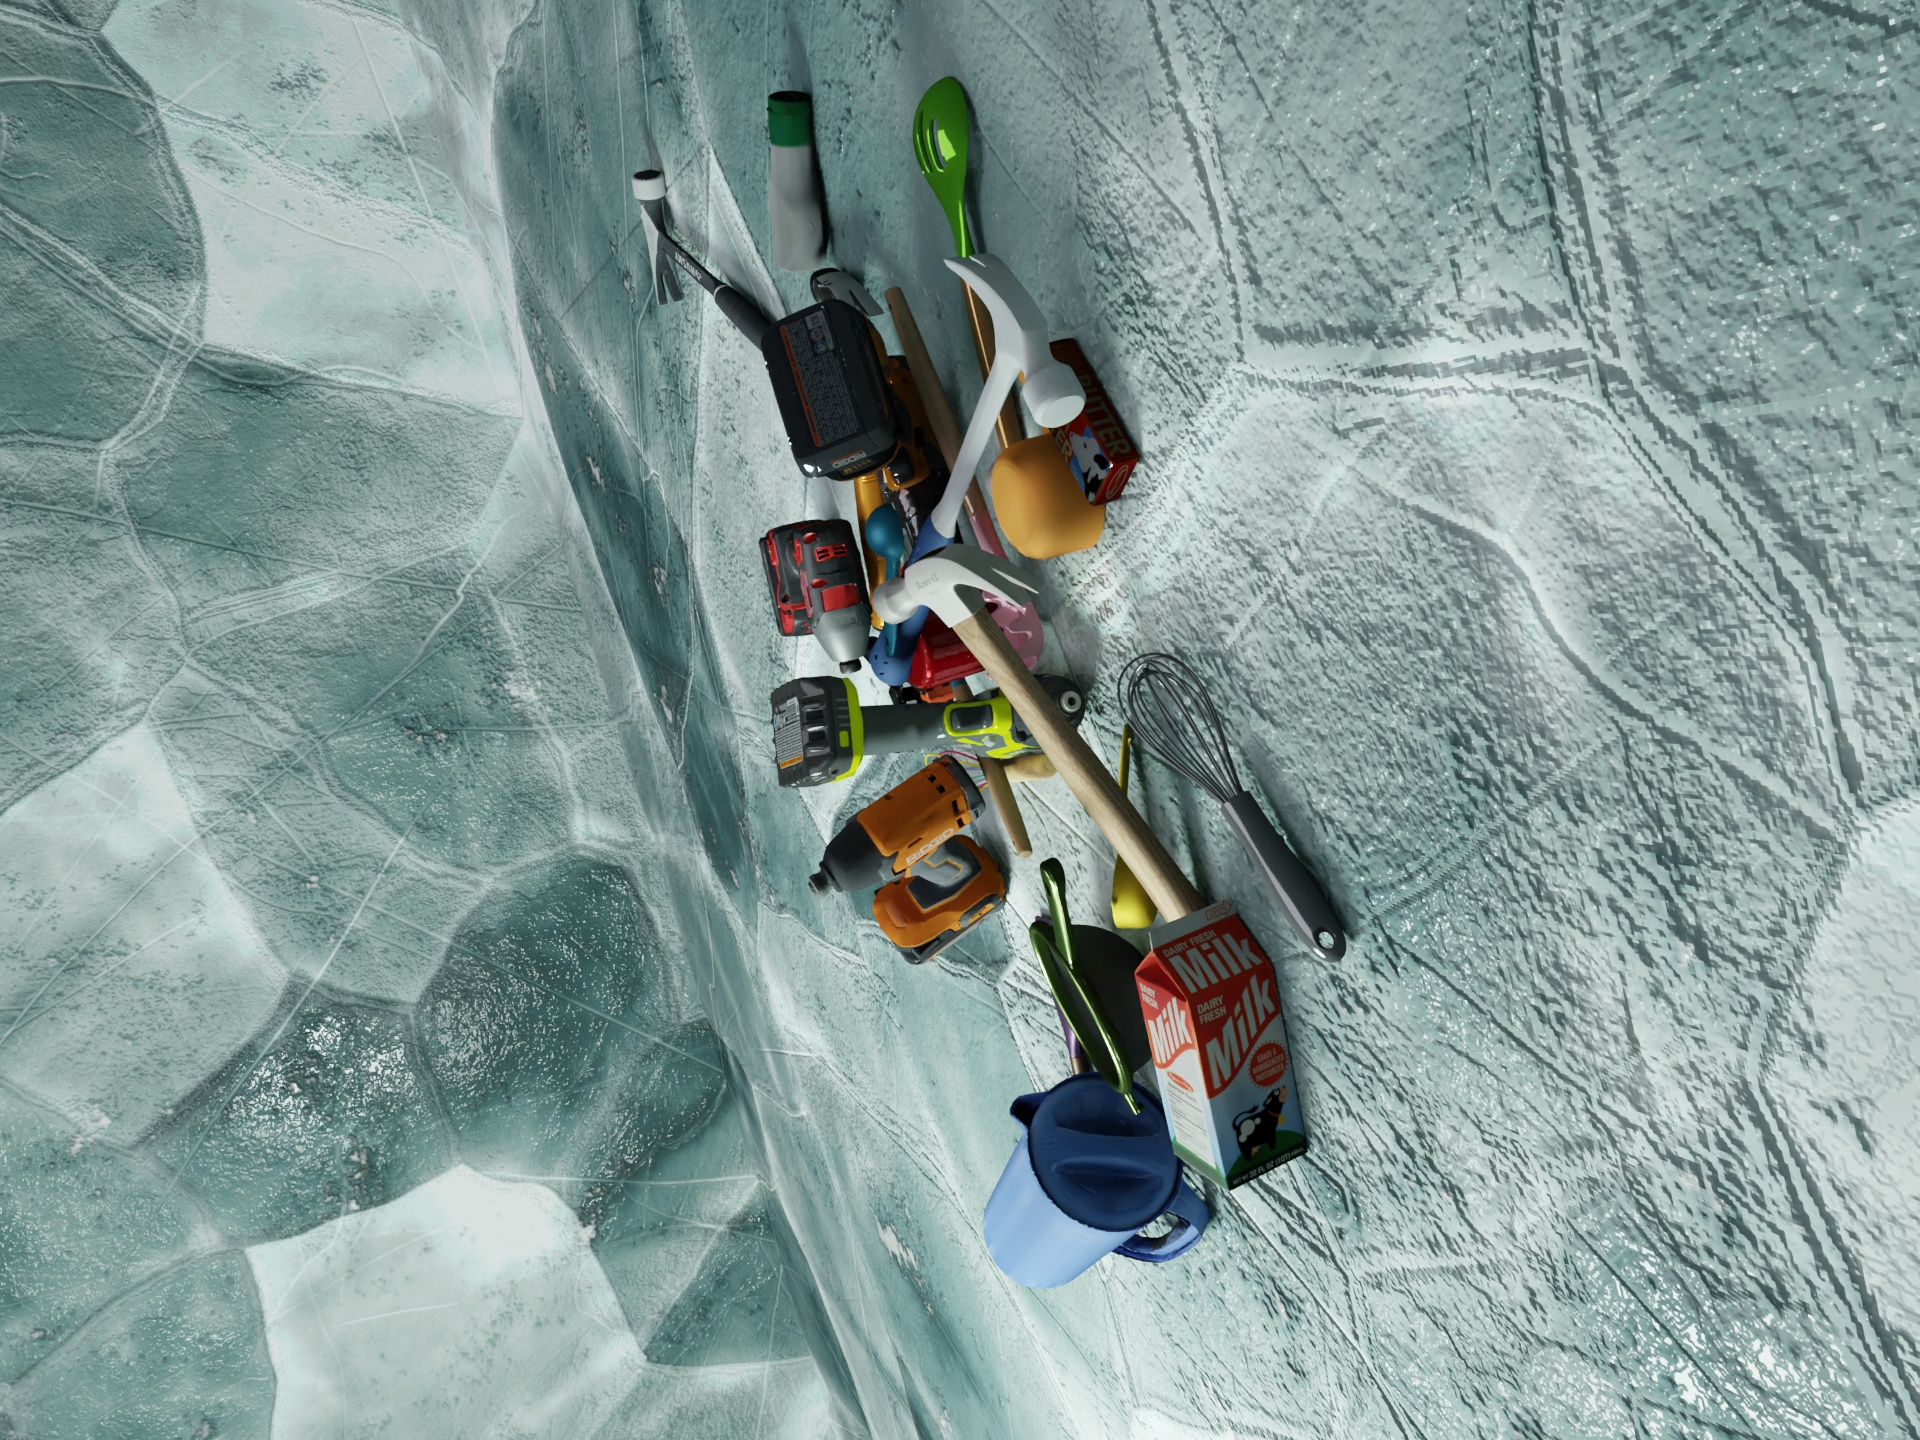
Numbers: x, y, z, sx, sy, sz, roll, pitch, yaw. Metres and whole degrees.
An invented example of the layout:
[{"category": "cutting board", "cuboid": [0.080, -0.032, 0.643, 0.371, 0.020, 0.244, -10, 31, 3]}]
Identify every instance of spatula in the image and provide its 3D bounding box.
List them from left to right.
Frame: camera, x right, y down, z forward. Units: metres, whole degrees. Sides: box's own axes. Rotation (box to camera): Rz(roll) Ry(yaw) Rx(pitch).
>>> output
[{"category": "spatula", "cuboid": [-0.002, -0.004, 1.381, 0.082, 0.044, 0.318, 90, 163, -50]}, {"category": "spatula", "cuboid": [0.113, 0.328, 1.448, 0.060, 0.018, 0.316, 11, 116, 65]}]

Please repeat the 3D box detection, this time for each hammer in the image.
[{"category": "hammer", "cuboid": [-0.262, -0.457, 1.701, 0.409, 0.036, 0.149, 49, 151, 45]}, {"category": "hammer", "cuboid": [-0.083, -0.229, 1.438, 0.127, 0.034, 0.336, -125, 24, -56]}, {"category": "hammer", "cuboid": [-0.011, -0.152, 1.130, 0.144, 0.035, 0.405, 66, 155, 23]}, {"category": "hammer", "cuboid": [0.074, 0.017, 1.116, 0.331, 0.031, 0.130, 53, 142, -10]}]

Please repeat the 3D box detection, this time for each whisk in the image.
[{"category": "whisk", "cuboid": [0.021, 0.045, 1.411, 0.245, 0.051, 0.047, -11, 91, 66]}, {"category": "whisk", "cuboid": [0.176, 0.055, 1.031, 0.239, 0.055, 0.055, 59, 156, 21]}]

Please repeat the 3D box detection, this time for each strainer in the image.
[{"category": "strainer", "cuboid": [0.108, 0.178, 1.223, 0.152, 0.069, 0.256, 54, 166, 42]}]

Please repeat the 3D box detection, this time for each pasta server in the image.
[{"category": "pasta server", "cuboid": [-0.003, -0.176, 1.175, 0.316, 0.040, 0.060, 69, 157, 7]}]

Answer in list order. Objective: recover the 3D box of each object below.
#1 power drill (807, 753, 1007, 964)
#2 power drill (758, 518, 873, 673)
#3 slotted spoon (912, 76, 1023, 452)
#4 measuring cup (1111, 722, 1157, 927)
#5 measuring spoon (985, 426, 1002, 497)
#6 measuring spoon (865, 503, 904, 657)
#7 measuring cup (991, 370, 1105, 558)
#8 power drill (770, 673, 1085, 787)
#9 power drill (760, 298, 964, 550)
[{"category": "power drill", "cuboid": [-0.046, 0.135, 1.415, 0.084, 0.164, 0.226, 51, 170, 28]}, {"category": "power drill", "cuboid": [-0.134, -0.126, 1.546, 0.220, 0.078, 0.143, -148, 46, -73]}, {"category": "slotted spoon", "cuboid": [0.014, -0.304, 1.161, 0.070, 0.031, 0.313, 13, 121, 61]}, {"category": "measuring cup", "cuboid": [0.132, 0.079, 1.180, 0.062, 0.029, 0.156, -32, -56, -69]}, {"category": "measuring spoon", "cuboid": [0.022, -0.224, 1.213, 0.034, 0.018, 0.124, 33, 136, 59]}, {"category": "measuring spoon", "cuboid": [-0.060, -0.101, 1.196, 0.042, 0.021, 0.128, 48, 144, 48]}, {"category": "measuring cup", "cuboid": [0.044, -0.198, 1.133, 0.173, 0.052, 0.095, 69, 159, 1]}, {"category": "power drill", "cuboid": [-0.023, 0.001, 1.226, 0.171, 0.223, 0.080, 162, 103, -70]}, {"category": "power drill", "cuboid": [-0.061, -0.211, 1.229, 0.226, 0.084, 0.185, 12, -120, -74]}]
